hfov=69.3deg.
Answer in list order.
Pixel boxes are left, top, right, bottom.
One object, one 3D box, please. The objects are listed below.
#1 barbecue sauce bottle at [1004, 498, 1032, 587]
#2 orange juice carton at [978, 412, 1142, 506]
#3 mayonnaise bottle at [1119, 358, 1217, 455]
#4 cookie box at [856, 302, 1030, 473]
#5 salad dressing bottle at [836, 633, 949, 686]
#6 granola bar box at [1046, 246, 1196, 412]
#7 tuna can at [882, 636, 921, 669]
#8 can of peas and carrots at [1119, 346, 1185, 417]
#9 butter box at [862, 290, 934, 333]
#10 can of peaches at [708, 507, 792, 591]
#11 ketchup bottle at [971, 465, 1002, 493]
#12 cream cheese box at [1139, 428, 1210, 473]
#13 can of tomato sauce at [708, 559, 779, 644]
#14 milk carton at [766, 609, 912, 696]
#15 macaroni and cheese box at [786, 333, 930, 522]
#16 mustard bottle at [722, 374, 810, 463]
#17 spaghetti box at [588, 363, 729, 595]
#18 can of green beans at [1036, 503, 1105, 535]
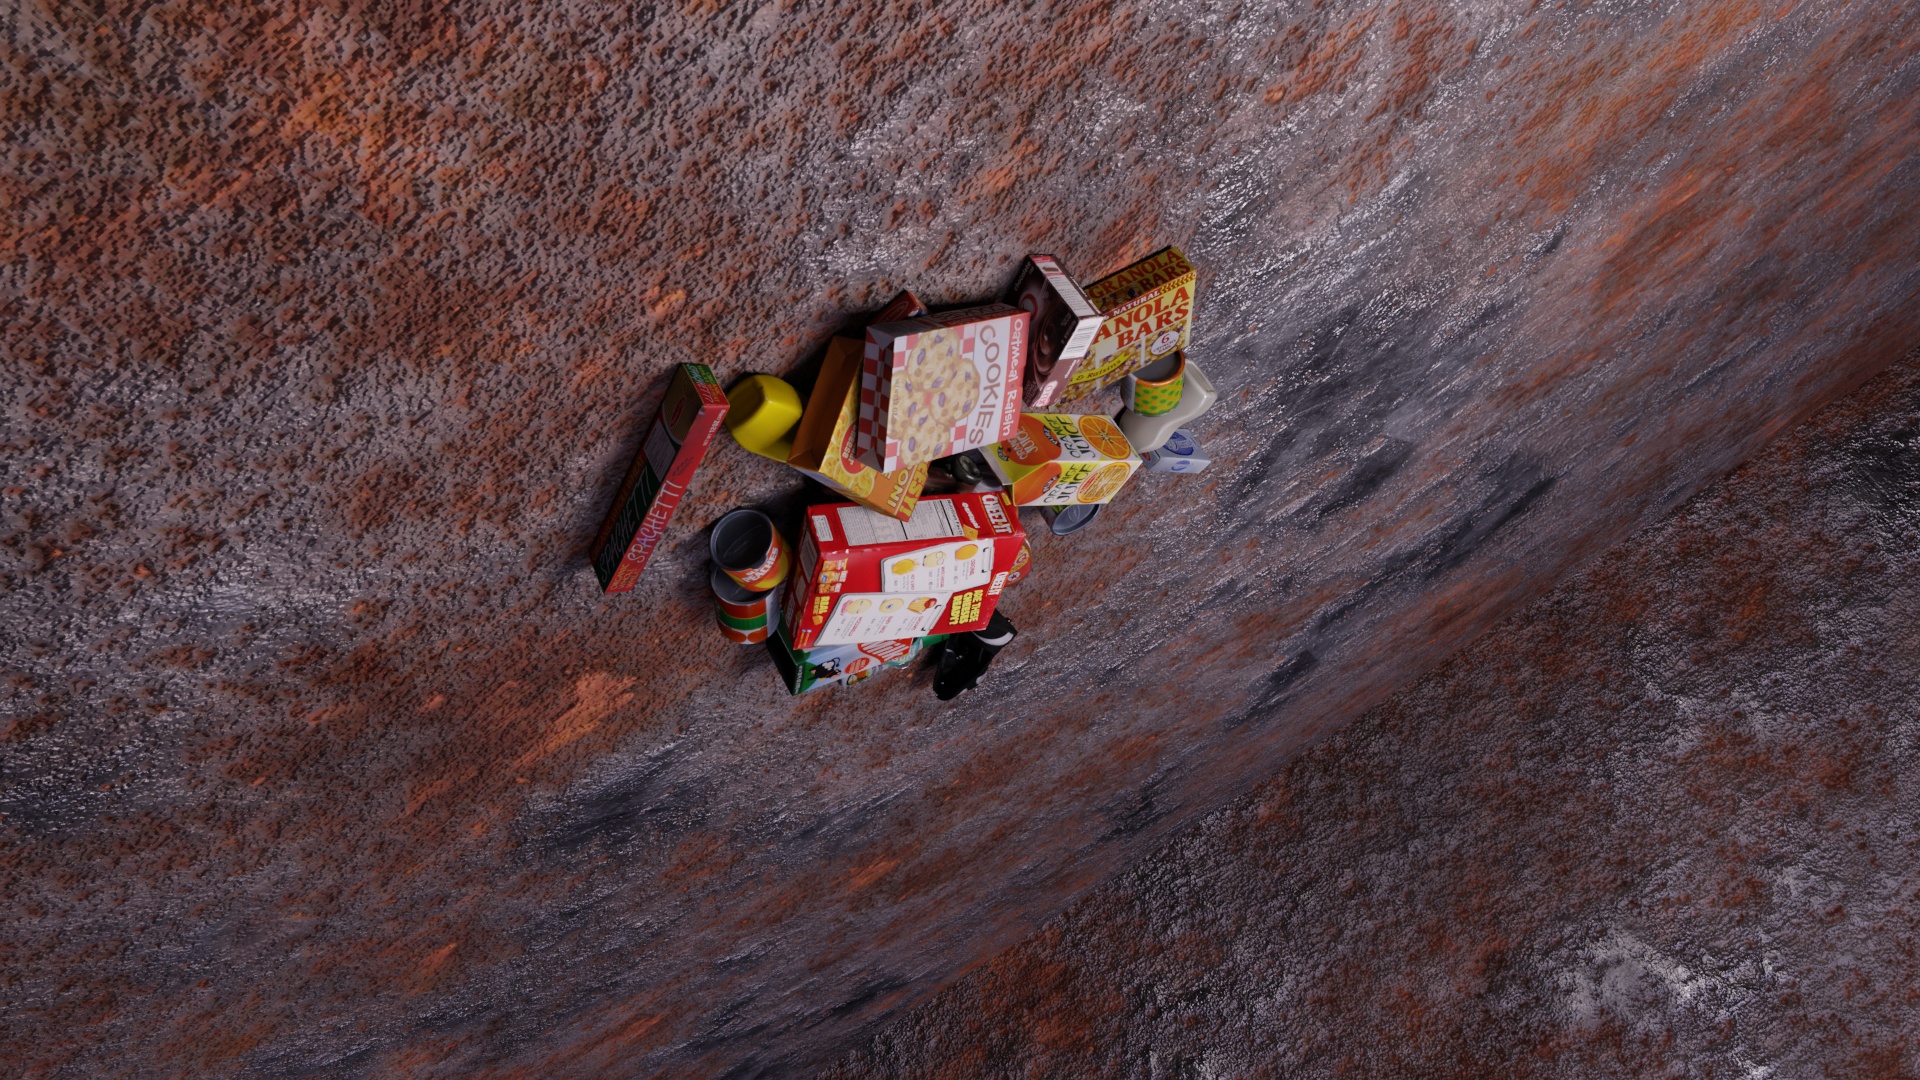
[{"bbox_3d":[0.050,0.001,1.611,0.065,0.044,0.148,-24,151,-10],"label":"barbecue sauce bottle"},{"bbox_3d":[0.097,-0.086,1.484,0.193,0.072,0.072,-3,141,-43],"label":"orange juice carton"},{"bbox_3d":[0.214,-0.134,1.539,0.041,0.065,0.147,-7,149,-52],"label":"mayonnaise bottle"},{"bbox_3d":[-0.012,-0.137,1.224,0.168,0.040,0.122,-18,124,-42],"label":"cookie box"},{"bbox_3d":[-0.086,0.129,1.683,0.148,0.044,0.064,-22,152,-18],"label":"salad dressing bottle"},{"bbox_3d":[0.149,-0.208,1.373,0.166,0.039,0.123,-27,153,-9],"label":"granola bar box"},{"bbox_3d":[-0.078,0.114,1.638,0.071,0.071,0.032,-18,148,-25],"label":"tuna can"},{"bbox_3d":[0.203,-0.173,1.455,0.071,0.071,0.058,-26,151,-10],"label":"can of peas and carrots"},{"bbox_3d":[-0.039,-0.181,1.244,0.053,0.024,0.103,-38,152,13],"label":"butter box"},{"bbox_3d":[-0.201,0.011,1.345,0.071,0.071,0.058,-31,153,0],"label":"can of peaches"},{"bbox_3d":[0.005,-0.019,1.529,0.065,0.044,0.148,7,136,-21],"label":"ketchup bottle"},{"bbox_3d":[0.243,-0.106,1.619,0.104,0.053,0.024,0,141,-45],"label":"cream cheese box"},{"bbox_3d":[-0.219,0.057,1.409,0.071,0.071,0.082,-22,151,-18],"label":"can of tomato sauce"},{"bbox_3d":[-0.117,0.100,1.572,0.191,0.073,0.072,-19,150,-23],"label":"milk carton"},{"bbox_3d":[-0.078,-0.097,1.256,0.166,0.040,0.124,31,77,-59],"label":"macaroni and cheese box"},{"bbox_3d":[-0.148,-0.098,1.243,0.065,0.049,0.160,-37,153,15],"label":"mustard bottle"},{"bbox_3d":[-0.266,-0.048,1.205,0.029,0.050,0.248,-3,142,-40],"label":"spaghetti box"},{"bbox_3d":[0.118,-0.048,1.583,0.071,0.058,0.071,-24,151,-14],"label":"can of green beans"}]
